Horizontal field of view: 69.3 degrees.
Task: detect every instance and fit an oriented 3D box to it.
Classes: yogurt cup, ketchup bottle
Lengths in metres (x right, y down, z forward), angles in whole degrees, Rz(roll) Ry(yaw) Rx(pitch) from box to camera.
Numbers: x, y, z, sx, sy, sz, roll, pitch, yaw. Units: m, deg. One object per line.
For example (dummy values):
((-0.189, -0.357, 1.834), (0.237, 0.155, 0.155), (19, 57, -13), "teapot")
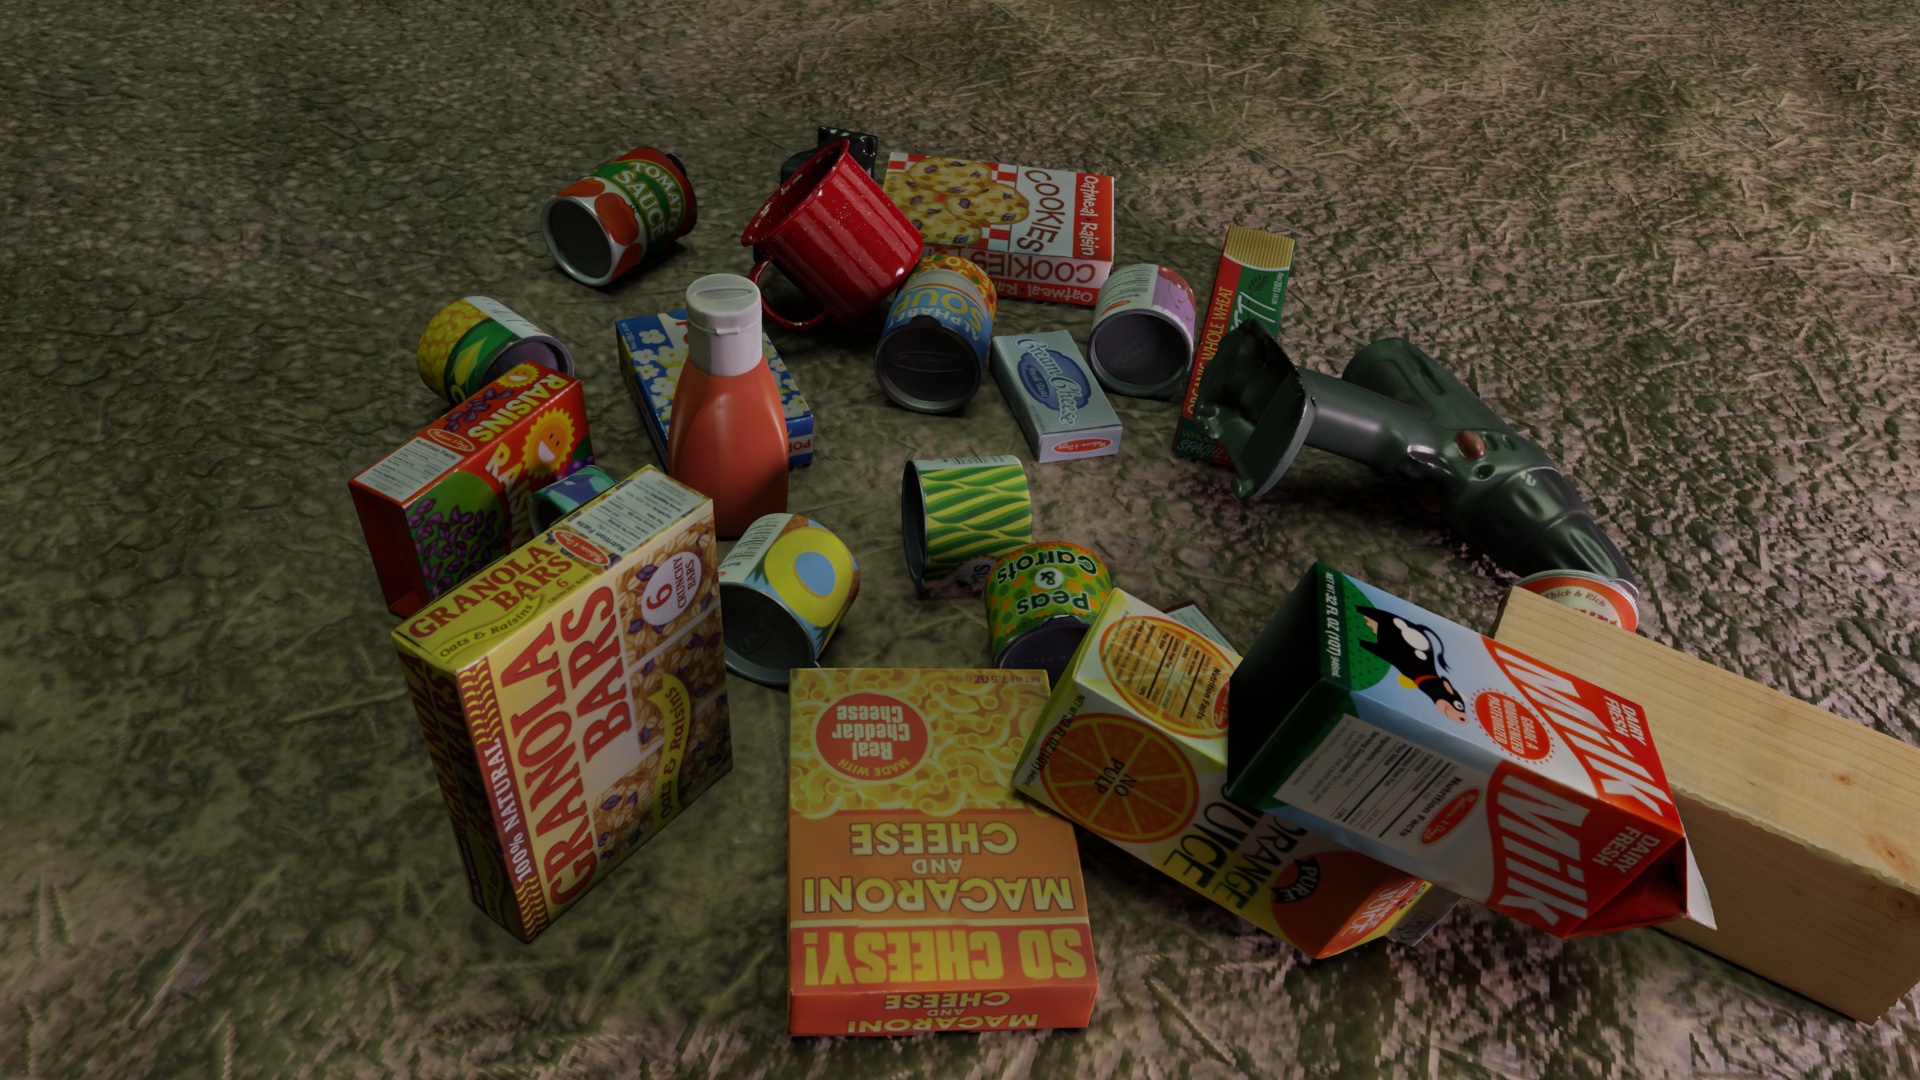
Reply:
((0.311, 0.056, 0.714), (0.072, 0.072, 0.054), (15, 51, 8), "yogurt cup")
((-0.122, -0.067, 0.724), (0.065, 0.148, 0.044), (-5, 45, -13), "ketchup bottle")

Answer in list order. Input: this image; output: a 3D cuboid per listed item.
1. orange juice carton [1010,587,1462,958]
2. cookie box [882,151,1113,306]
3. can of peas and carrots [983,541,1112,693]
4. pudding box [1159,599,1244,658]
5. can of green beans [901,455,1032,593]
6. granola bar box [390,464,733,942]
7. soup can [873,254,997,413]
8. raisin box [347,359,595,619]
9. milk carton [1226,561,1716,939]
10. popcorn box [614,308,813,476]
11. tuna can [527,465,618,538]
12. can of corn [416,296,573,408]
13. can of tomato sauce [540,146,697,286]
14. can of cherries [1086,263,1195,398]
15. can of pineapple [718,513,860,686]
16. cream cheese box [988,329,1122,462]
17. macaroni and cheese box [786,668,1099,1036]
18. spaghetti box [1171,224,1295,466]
((0.127, 0.108, 0.597), (0.193, 0.071, 0.073), (29, 37, 4), "orange juice carton")
((0.026, -0.223, 0.993), (0.167, 0.040, 0.123), (6, 43, 0), "cookie box")
((0.046, 0.041, 0.688), (0.071, 0.070, 0.059), (1, 43, -7), "can of peas and carrots")
((0.118, 0.072, 0.694), (0.050, 0.030, 0.084), (-17, 48, -25), "pudding box")
((0.003, -0.012, 0.742), (0.058, 0.070, 0.071), (-4, 44, -12), "can of green beans")
((-0.152, 0.067, 0.564), (0.039, 0.164, 0.125), (28, 47, 25), "granola bar box")
((-0.014, -0.132, 0.866), (0.071, 0.071, 0.084), (9, 42, 2), "soup can")
((-0.242, -0.024, 0.708), (0.040, 0.085, 0.124), (21, 44, 21), "raisin box")
((0.205, 0.090, 0.543), (0.190, 0.073, 0.073), (24, 37, -5), "milk carton")
((-0.147, -0.089, 0.825), (0.085, 0.038, 0.127), (-14, 47, -20), "popcorn box")
((-0.186, -0.001, 0.704), (0.071, 0.070, 0.033), (36, 51, 28), "tuna can")
((-0.270, -0.098, 0.800), (0.058, 0.070, 0.071), (32, 48, 26), "can of corn")
((-0.227, -0.218, 0.931), (0.071, 0.070, 0.083), (26, 46, 19), "can of tomato sauce")
((0.118, -0.133, 0.893), (0.071, 0.071, 0.059), (10, 42, 3), "can of cherries")
((-0.089, 0.030, 0.687), (0.071, 0.070, 0.058), (18, 44, 12), "can of pineapple")
((0.057, -0.092, 0.866), (0.053, 0.024, 0.104), (-7, 45, -16), "cream cheese box")
((-0.013, 0.130, 0.606), (0.124, 0.040, 0.167), (1, 43, -7), "macaroni and cheese box")
((0.186, -0.136, 0.929), (0.050, 0.028, 0.251), (15, 43, 7), "spaghetti box")
